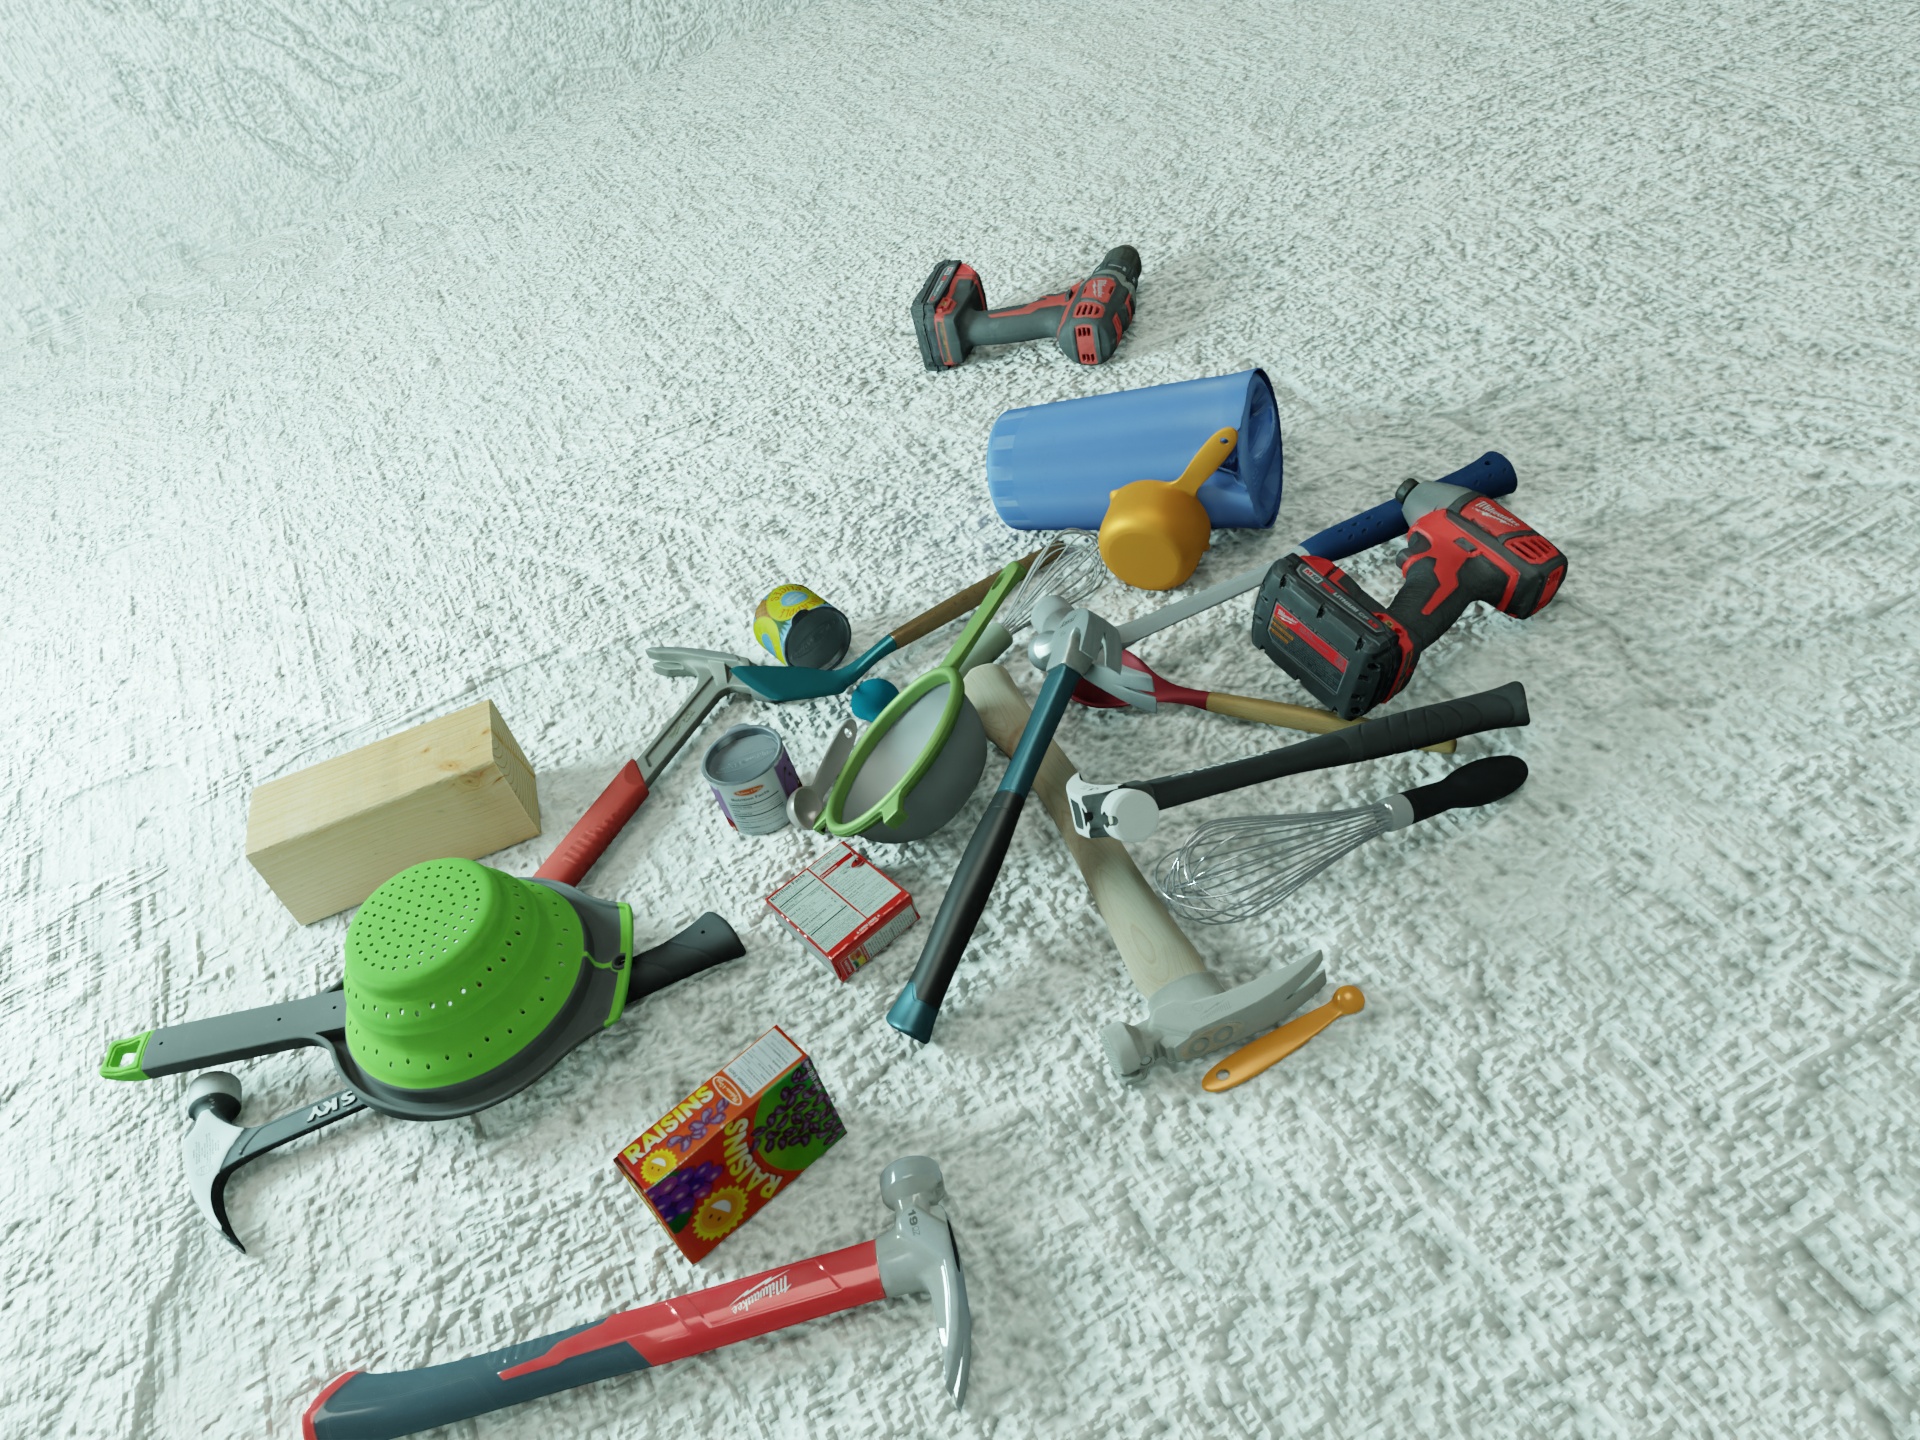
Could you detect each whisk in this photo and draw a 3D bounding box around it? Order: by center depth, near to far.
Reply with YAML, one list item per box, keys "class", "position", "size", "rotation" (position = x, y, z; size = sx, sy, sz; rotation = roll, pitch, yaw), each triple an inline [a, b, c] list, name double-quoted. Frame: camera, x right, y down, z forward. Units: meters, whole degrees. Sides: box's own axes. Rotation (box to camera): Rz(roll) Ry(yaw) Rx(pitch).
- class: "whisk"
  position: [0.252, 0.069, 1.020]
  size: [0.284, 0.070, 0.070]
  rotation: [-16, 37, -20]
- class: "whisk"
  position: [0.039, -0.077, 1.314]
  size: [0.246, 0.057, 0.059]
  rotation: [-44, 11, -23]

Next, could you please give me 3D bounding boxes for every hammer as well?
- class: "hammer"
  position: [-0.185, 0.364, 0.897]
  size: [0.386, 0.038, 0.143]
  rotation: [-17, 41, 2]
- class: "hammer"
  position: [0.229, 0.023, 1.057]
  size: [0.334, 0.035, 0.146]
  rotation: [-13, 4, -14]
- class: "hammer"
  position: [0.028, 0.065, 1.085]
  size: [0.331, 0.033, 0.128]
  rotation: [-65, 15, -21]
- class: "hammer"
  position: [-0.344, 0.233, 1.112]
  size: [0.409, 0.036, 0.149]
  rotation: [-23, 41, -6]
- class: "hammer"
  position: [0.097, 0.075, 1.119]
  size: [0.146, 0.038, 0.411]
  rotation: [-22, 39, -7]
- class: "hammer"
  position: [0.265, -0.121, 1.251]
  size: [0.405, 0.035, 0.144]
  rotation: [-23, 40, -13]
- class: "hammer"
  position: [-0.285, 0.069, 1.275]
  size: [0.149, 0.036, 0.359]
  rotation: [9, 47, 29]

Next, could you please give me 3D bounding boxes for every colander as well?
- class: "colander"
  position: [-0.430, 0.180, 1.100]
  size: [0.397, 0.094, 0.205]
  rotation: [-12, 43, 6]

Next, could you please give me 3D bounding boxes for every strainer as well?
- class: "strainer"
  position: [-0.002, -0.004, 1.190]
  size: [0.256, 0.069, 0.151]
  rotation: [-58, 19, -20]

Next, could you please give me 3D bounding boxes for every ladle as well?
- class: "ladle"
  position: [0.210, -0.011, 1.181]
  size: [0.315, 0.031, 0.069]
  rotation: [12, 48, 30]

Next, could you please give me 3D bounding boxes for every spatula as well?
- class: "spatula"
  position: [-0.038, -0.086, 1.336]
  size: [0.317, 0.044, 0.082]
  rotation: [-31, 34, -21]

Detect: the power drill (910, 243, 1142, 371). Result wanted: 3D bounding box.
- class: "power drill"
  position: [0.079, -0.446, 1.692]
  size: [0.227, 0.080, 0.188]
  rotation: [3, 45, 21]

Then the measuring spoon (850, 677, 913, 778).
- class: "measuring spoon"
  position: [-0.060, 0.003, 1.272]
  size: [0.042, 0.021, 0.129]
  rotation: [-22, 38, -3]

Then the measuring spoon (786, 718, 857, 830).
- class: "measuring spoon"
  position: [-0.109, 0.041, 1.248]
  size: [0.018, 0.034, 0.124]
  rotation: [-16, 31, 32]

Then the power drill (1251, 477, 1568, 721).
- class: "power drill"
  position: [0.326, -0.103, 1.169]
  size: [0.219, 0.078, 0.143]
  rotation: [-29, 58, -26]

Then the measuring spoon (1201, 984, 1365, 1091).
- class: "measuring spoon"
  position: [0.195, 0.192, 0.964]
  size: [0.117, 0.011, 0.021]
  rotation: [-28, 40, -11]

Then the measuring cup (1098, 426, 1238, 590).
- class: "measuring cup"
  position: [0.172, -0.168, 1.275]
  size: [0.095, 0.173, 0.052]
  rotation: [30, 56, -5]
